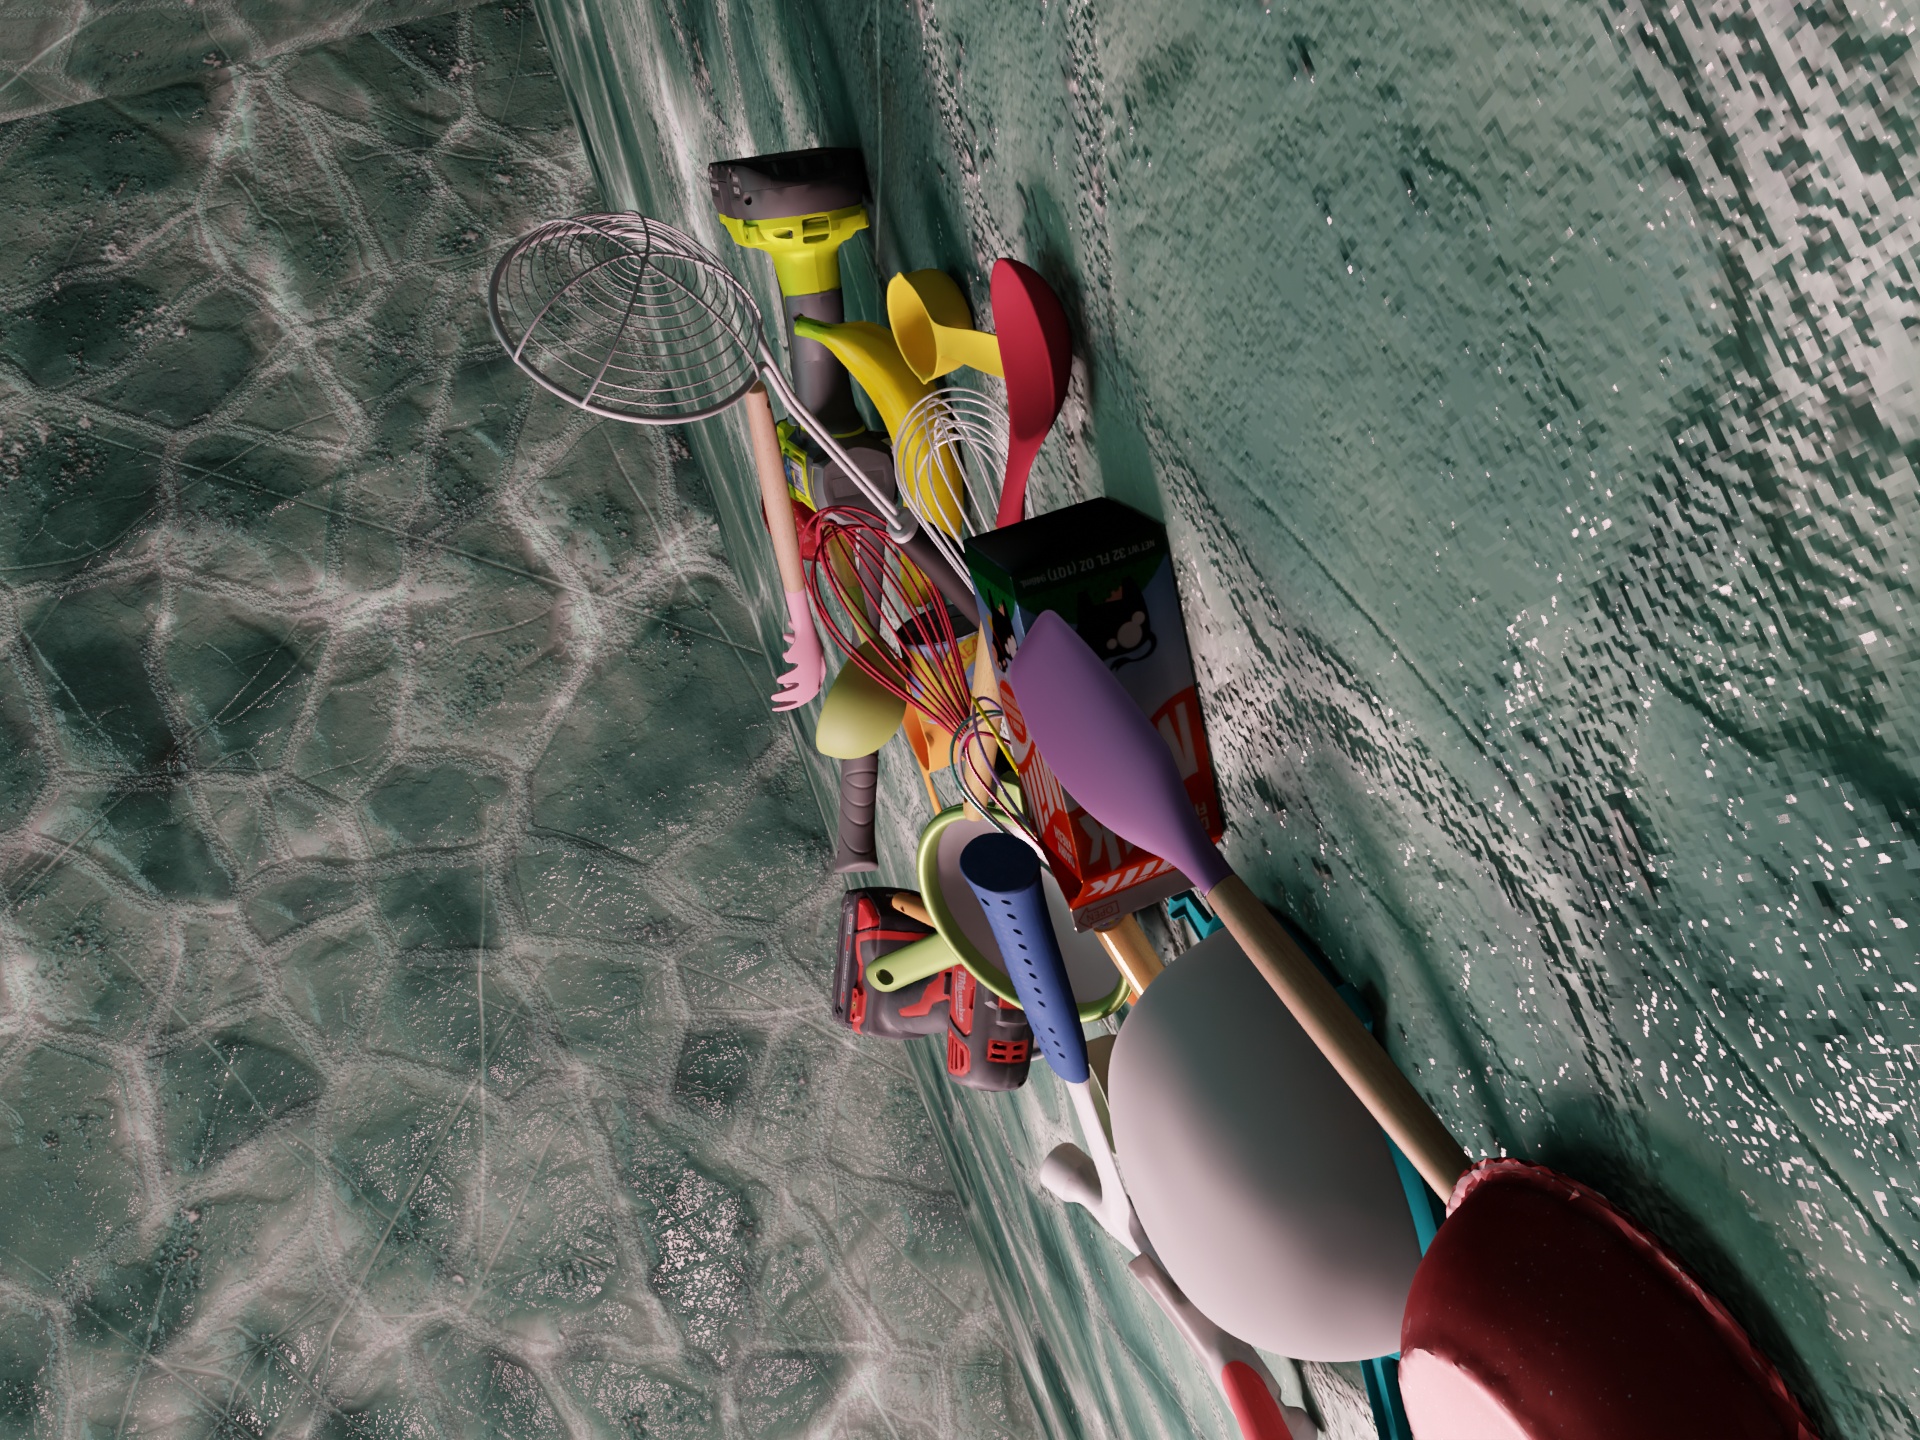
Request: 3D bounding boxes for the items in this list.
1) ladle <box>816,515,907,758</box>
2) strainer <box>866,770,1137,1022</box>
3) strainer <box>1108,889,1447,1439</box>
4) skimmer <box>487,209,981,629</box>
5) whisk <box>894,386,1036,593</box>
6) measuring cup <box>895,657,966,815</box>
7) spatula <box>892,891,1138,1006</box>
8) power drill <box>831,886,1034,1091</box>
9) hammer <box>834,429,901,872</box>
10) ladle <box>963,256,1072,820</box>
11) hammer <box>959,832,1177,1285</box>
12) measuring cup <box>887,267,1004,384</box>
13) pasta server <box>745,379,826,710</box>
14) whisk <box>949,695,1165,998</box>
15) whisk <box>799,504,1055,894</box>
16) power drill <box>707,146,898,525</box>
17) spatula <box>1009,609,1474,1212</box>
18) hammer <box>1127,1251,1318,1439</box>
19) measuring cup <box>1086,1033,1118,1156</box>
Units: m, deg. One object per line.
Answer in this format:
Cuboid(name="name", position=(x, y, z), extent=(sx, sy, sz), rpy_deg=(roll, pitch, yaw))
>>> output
Cuboid(name="ladle", position=(-0.091, -0.103, 1.083), extent=(0.078, 0.062, 0.321), rpy_deg=(101, 159, -46))
Cuboid(name="strainer", position=(0.025, 0.115, 0.966), extent=(0.151, 0.069, 0.256), rpy_deg=(53, 142, -3))
Cuboid(name="strainer", position=(0.140, 0.254, 0.714), extent=(0.211, 0.095, 0.340), rpy_deg=(-154, 48, -76))
Cuboid(name="skimmer", position=(-0.087, -0.128, 0.839), extent=(0.362, 0.090, 0.127), rpy_deg=(43, -145, -46))
Cuboid(name="whisk", position=(0.042, -0.040, 0.832), extent=(0.284, 0.070, 0.070), rpy_deg=(66, 170, -3))
Cuboid(name="measuring cup", position=(-0.005, 0.025, 1.194), extent=(0.095, 0.052, 0.173), rpy_deg=(-126, 18, -59))
Cuboid(name="spatula", position=(0.046, 0.158, 1.031), extent=(0.323, 0.041, 0.081), rpy_deg=(14, 125, 51))
Cuboid(name="power drill", position=(-0.012, 0.168, 1.199), extent=(0.227, 0.080, 0.188), rpy_deg=(-3, 81, 62))
Cuboid(name="hammer", position=(-0.072, -0.046, 1.167), extent=(0.146, 0.035, 0.334), rpy_deg=(-142, 53, -66))
Cuboid(name="ladle", position=(0.021, -0.072, 0.773), extent=(0.069, 0.031, 0.315), rpy_deg=(-119, 27, -47))
Cuboid(name="hammer", position=(0.069, 0.204, 0.901), extent=(0.144, 0.035, 0.405), rpy_deg=(32, 154, 38))
Cuboid(name="measuring cup", position=(0.009, -0.197, 0.813), extent=(0.157, 0.029, 0.062), rpy_deg=(35, 145, 53))
Cuboid(name="pasta server", position=(-0.125, -0.111, 1.094), extent=(0.316, 0.040, 0.060), rpy_deg=(86, -171, -54))
Cuboid(name="whisk", position=(0.066, 0.087, 0.814), extent=(0.047, 0.051, 0.244), rpy_deg=(1, 129, 55))
Cuboid(name="whisk", position=(-0.002, -0.003, 0.960), extent=(0.295, 0.073, 0.073), rpy_deg=(55, 173, -11))
Cuboid(name="power drill", position=(-0.102, -0.250, 1.034), extent=(0.171, 0.080, 0.223), rpy_deg=(-136, 35, -62))
Cuboid(name="spatula", position=(0.112, 0.083, 0.595), extent=(0.316, 0.018, 0.059), rpy_deg=(52, 136, 25))
Cuboid(name="hammer", position=(0.150, 0.356, 0.742), extent=(0.143, 0.038, 0.386), rpy_deg=(54, 179, 2))
Cuboid(name="measuring cup", position=(0.113, 0.279, 1.073), extent=(0.083, 0.038, 0.167), rpy_deg=(-122, 15, -52))
